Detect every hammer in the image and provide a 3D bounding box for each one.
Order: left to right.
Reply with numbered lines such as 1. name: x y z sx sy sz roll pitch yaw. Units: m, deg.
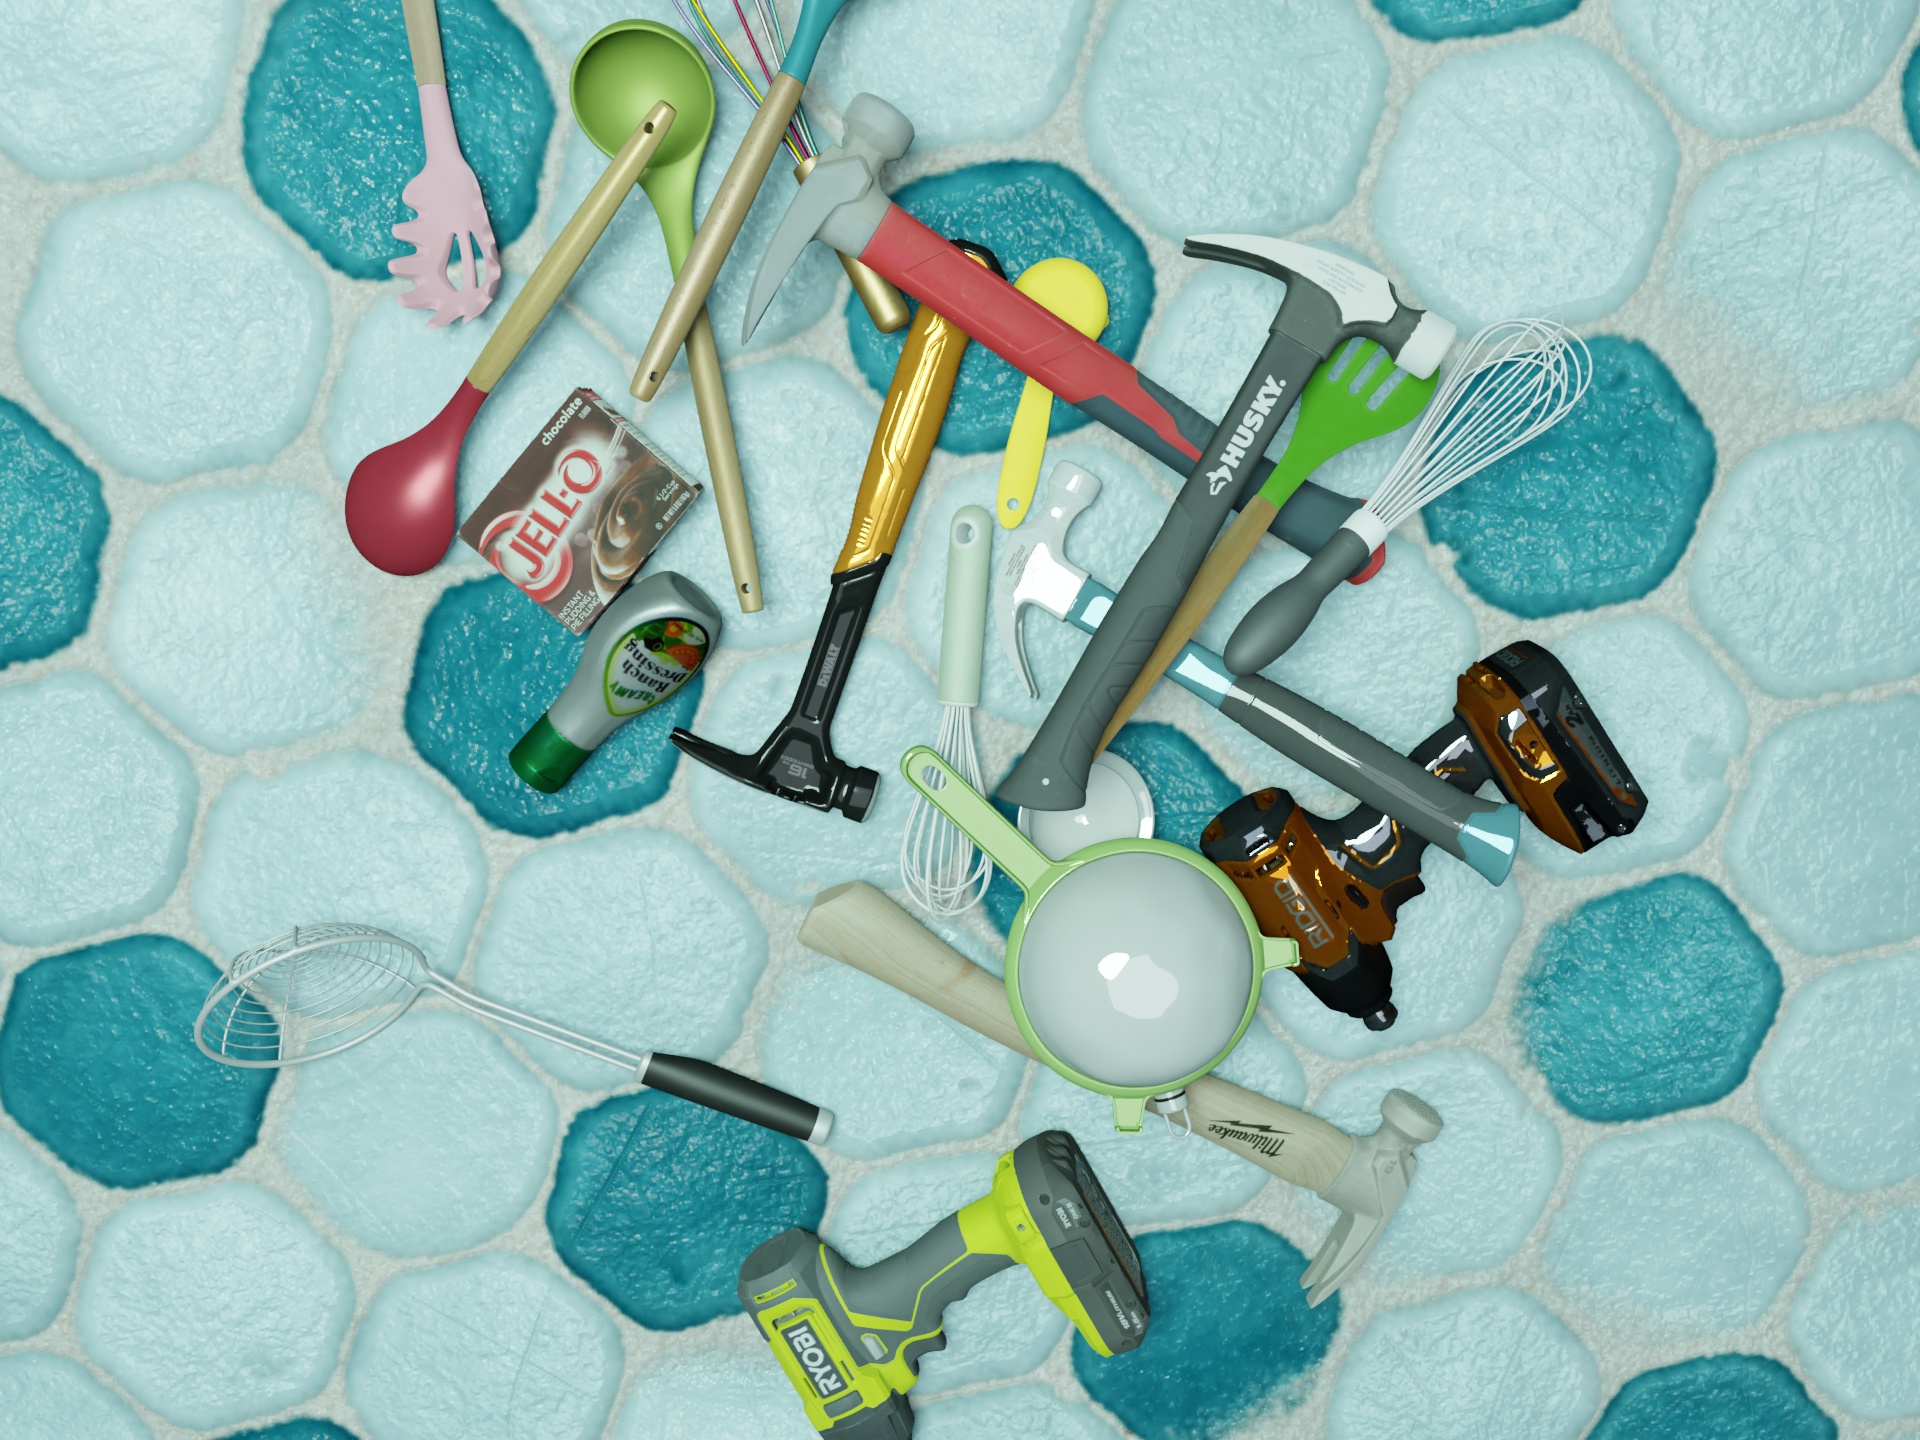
1. hammer: -0.057 -0.114 0.917 0.127 0.034 0.337 20 99 -6
2. hammer: 0.071 -0.171 0.875 0.386 0.038 0.143 31 91 -16
3. hammer: 0.085 0.218 0.980 0.410 0.038 0.146 27 100 -6
4. hammer: 0.113 -0.098 0.844 0.146 0.035 0.335 30 95 3
5. hammer: 0.164 -0.012 0.892 0.331 0.033 0.128 32 96 11

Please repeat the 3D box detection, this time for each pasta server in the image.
1. pasta server: -0.294 -0.373 0.861 0.060 0.040 0.316 -5 99 10

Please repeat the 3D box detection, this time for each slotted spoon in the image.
1. slotted spoon: 0.154 -0.097 0.870 0.070 0.031 0.314 37 93 10

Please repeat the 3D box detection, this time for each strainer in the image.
1. strainer: 0.063 0.107 0.886 0.256 0.069 0.151 44 90 -4
2. strainer: 0.091 0.124 0.941 0.087 0.050 0.258 -17 89 -16

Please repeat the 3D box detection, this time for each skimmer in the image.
1. skimmer: -0.254 0.209 0.942 0.363 0.090 0.127 21 131 -8

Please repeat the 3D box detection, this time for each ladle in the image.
1. ladle: -0.247 -0.203 0.867 0.069 0.031 0.315 40 107 -2
2. ladle: -0.148 -0.216 0.870 0.078 0.062 0.320 -10 96 8

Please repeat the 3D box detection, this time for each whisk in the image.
1. whisk: -0.089 -0.325 0.865 0.051 0.047 0.245 -27 96 13
2. whisk: -0.001 -0.003 0.934 0.058 0.059 0.246 7 96 23
3. whisk: 0.243 -0.126 0.879 0.284 0.070 0.070 -44 99 -10

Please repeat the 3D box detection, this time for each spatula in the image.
1. spatula: -0.096 -0.309 0.823 0.082 0.044 0.317 22 98 -36

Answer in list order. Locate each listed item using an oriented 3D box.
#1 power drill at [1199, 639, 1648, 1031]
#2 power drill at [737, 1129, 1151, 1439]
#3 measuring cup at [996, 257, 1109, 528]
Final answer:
1. power drill: 0.278 0.074 0.938 0.226 0.084 0.164 -34 100 9
2. power drill: -0.003 0.365 0.986 0.223 0.080 0.171 -27 100 7
3. measuring cup: 0.045 -0.186 0.907 0.062 0.029 0.156 12 97 -4
